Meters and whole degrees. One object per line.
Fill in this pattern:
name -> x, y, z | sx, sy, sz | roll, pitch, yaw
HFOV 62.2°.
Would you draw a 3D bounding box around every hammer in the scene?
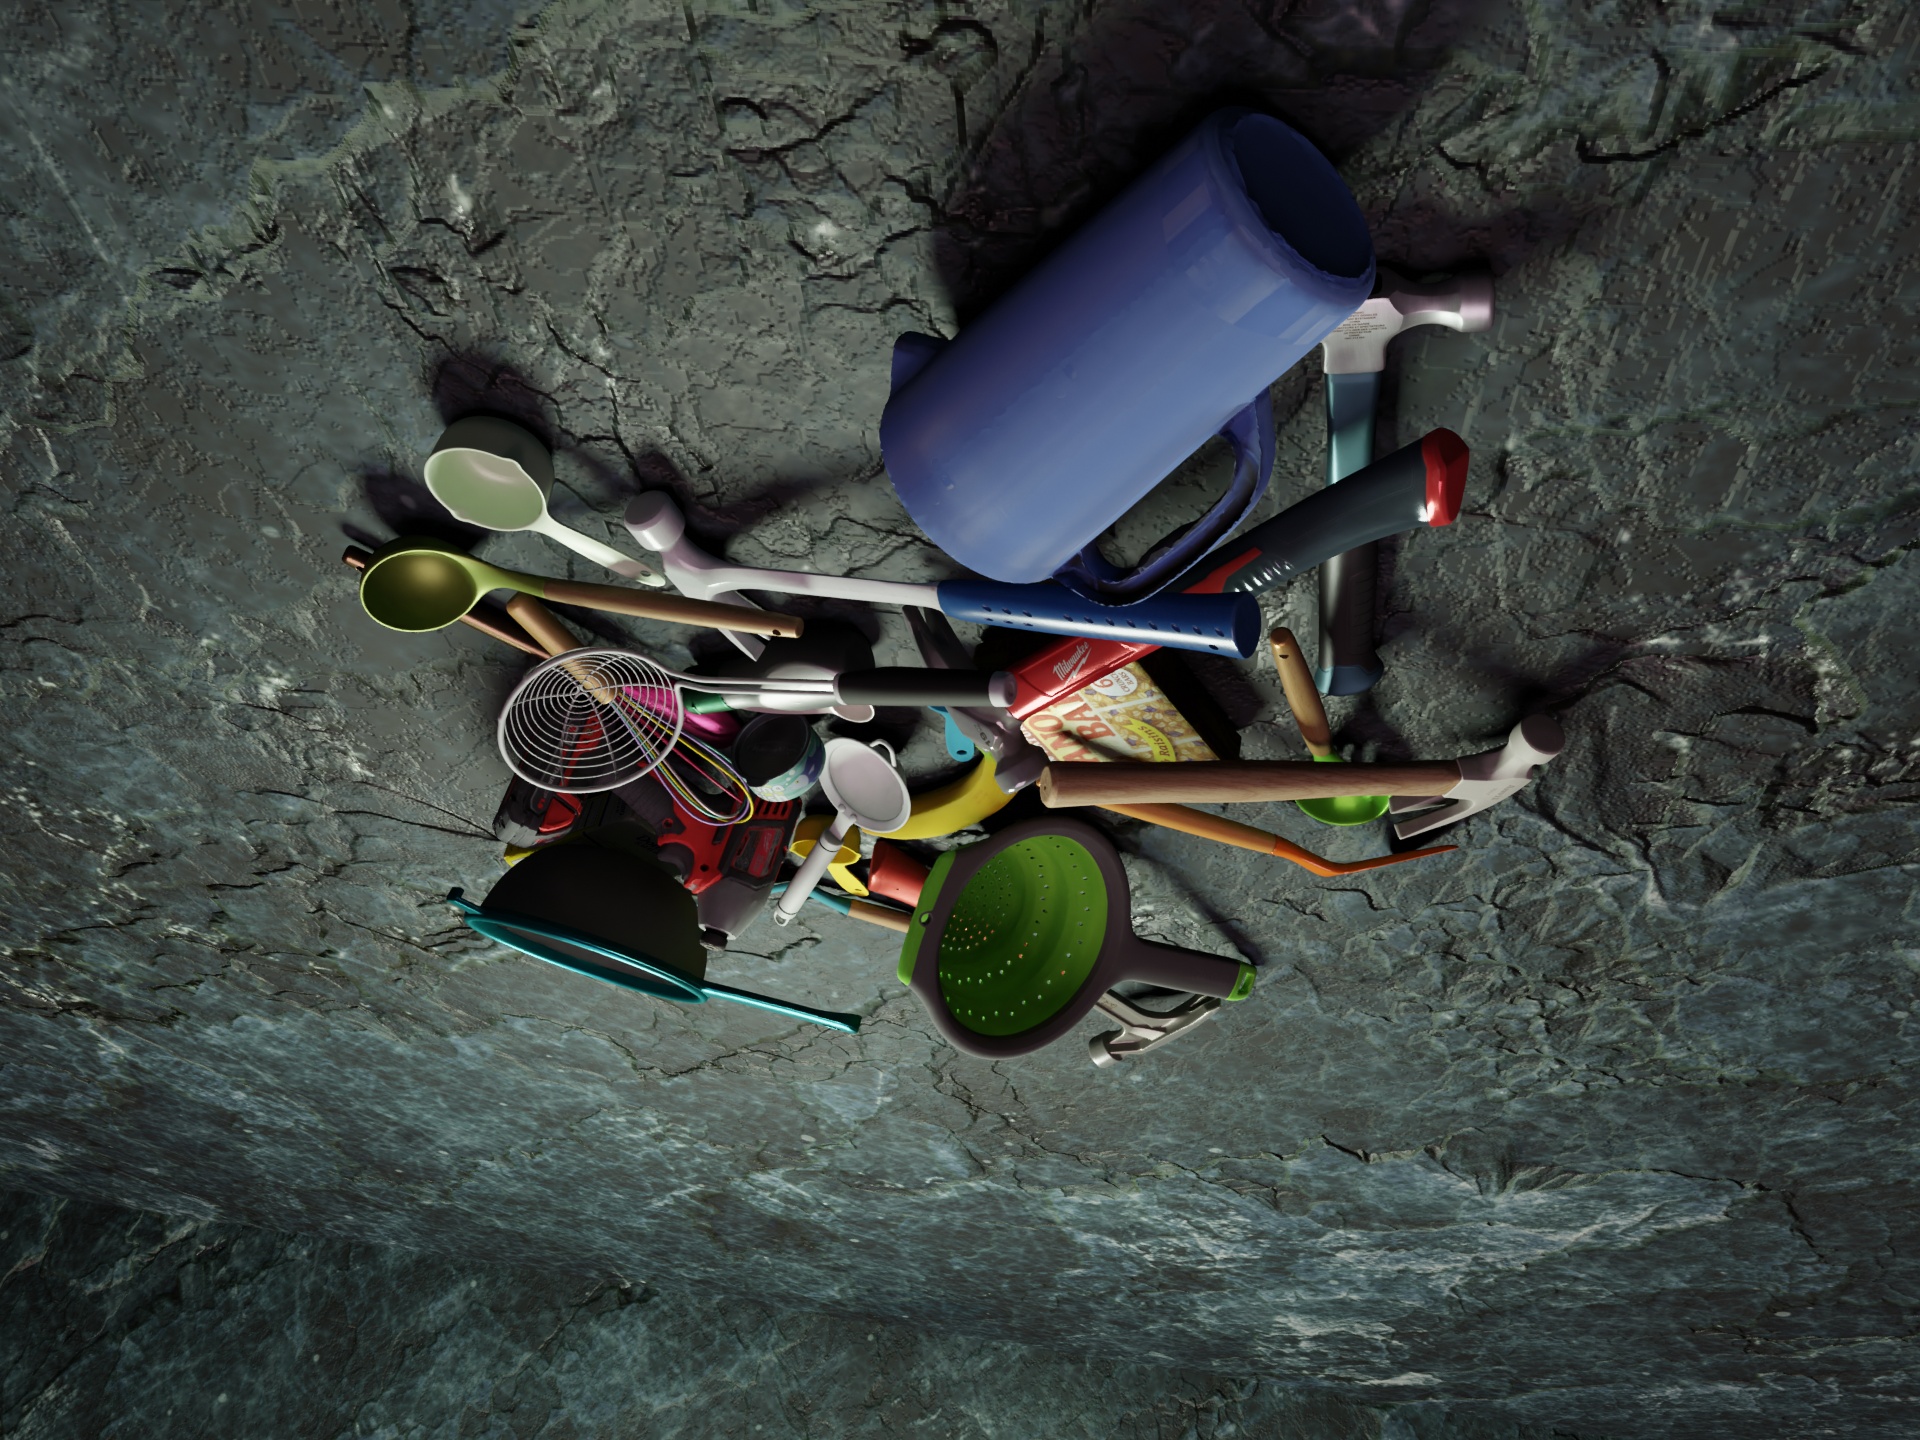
hammer -> 0.223, -0.119, 0.903 | 0.128, 0.033, 0.330 | 1, 146, 13
hammer -> 0.117, -0.080, 0.921 | 0.386, 0.038, 0.143 | -29, 93, 45
hammer -> 0.213, 0.040, 1.031 | 0.331, 0.031, 0.130 | -1, 152, -13
hammer -> -0.015, -0.072, 0.960 | 0.406, 0.035, 0.143 | 8, 151, 31
hammer -> 0.065, 0.202, 1.416 | 0.358, 0.037, 0.149 | 35, 126, -27

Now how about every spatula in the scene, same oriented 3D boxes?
spatula -> 0.205, 0.074, 1.153 | 0.322, 0.041, 0.081 | 16, 164, -16
spatula -> -0.079, 0.186, 1.442 | 0.317, 0.044, 0.082 | 16, 165, -11

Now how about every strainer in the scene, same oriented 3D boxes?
strainer -> -0.235, 0.174, 1.317 | 0.340, 0.095, 0.210 | 13, 161, 9
strainer -> -0.099, 0.087, 1.261 | 0.087, 0.050, 0.258 | 40, 130, 7

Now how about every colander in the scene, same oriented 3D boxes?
colander -> 0.093, 0.181, 1.335 | 0.396, 0.204, 0.095 | 17, -176, -38

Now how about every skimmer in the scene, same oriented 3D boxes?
skimmer -> -0.139, 0.001, 1.050 | 0.363, 0.090, 0.127 | 1, 142, 27

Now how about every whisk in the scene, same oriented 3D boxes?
whisk -> -0.238, -0.007, 1.174 | 0.244, 0.051, 0.047 | 48, 159, -25

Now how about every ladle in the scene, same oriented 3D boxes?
ladle -> -0.254, -0.074, 1.050 | 0.320, 0.062, 0.078 | 10, 147, 19

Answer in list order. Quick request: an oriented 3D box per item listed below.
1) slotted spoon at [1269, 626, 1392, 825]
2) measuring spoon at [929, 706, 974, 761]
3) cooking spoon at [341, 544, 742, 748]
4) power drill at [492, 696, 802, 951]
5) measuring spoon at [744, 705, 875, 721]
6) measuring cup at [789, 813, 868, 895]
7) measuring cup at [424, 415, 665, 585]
slotted spoon -> 0.234, 0.007, 1.037 | 0.070, 0.031, 0.313 | -4, 158, 20
measuring spoon -> -0.002, -0.004, 1.164 | 0.042, 0.021, 0.128 | 1, 155, 4
cooking spoon -> -0.303, -0.049, 1.177 | 0.318, 0.017, 0.068 | 28, 142, -25
power drill -> -0.243, 0.083, 1.245 | 0.219, 0.143, 0.078 | 25, 158, -17
measuring spoon -> -0.117, -0.017, 1.179 | 0.124, 0.018, 0.034 | 2, 142, 25
measuring cup -> -0.102, 0.117, 1.371 | 0.062, 0.029, 0.156 | 3, 158, 13
measuring cup -> -0.257, -0.138, 1.016 | 0.167, 0.038, 0.083 | 29, 143, -29
